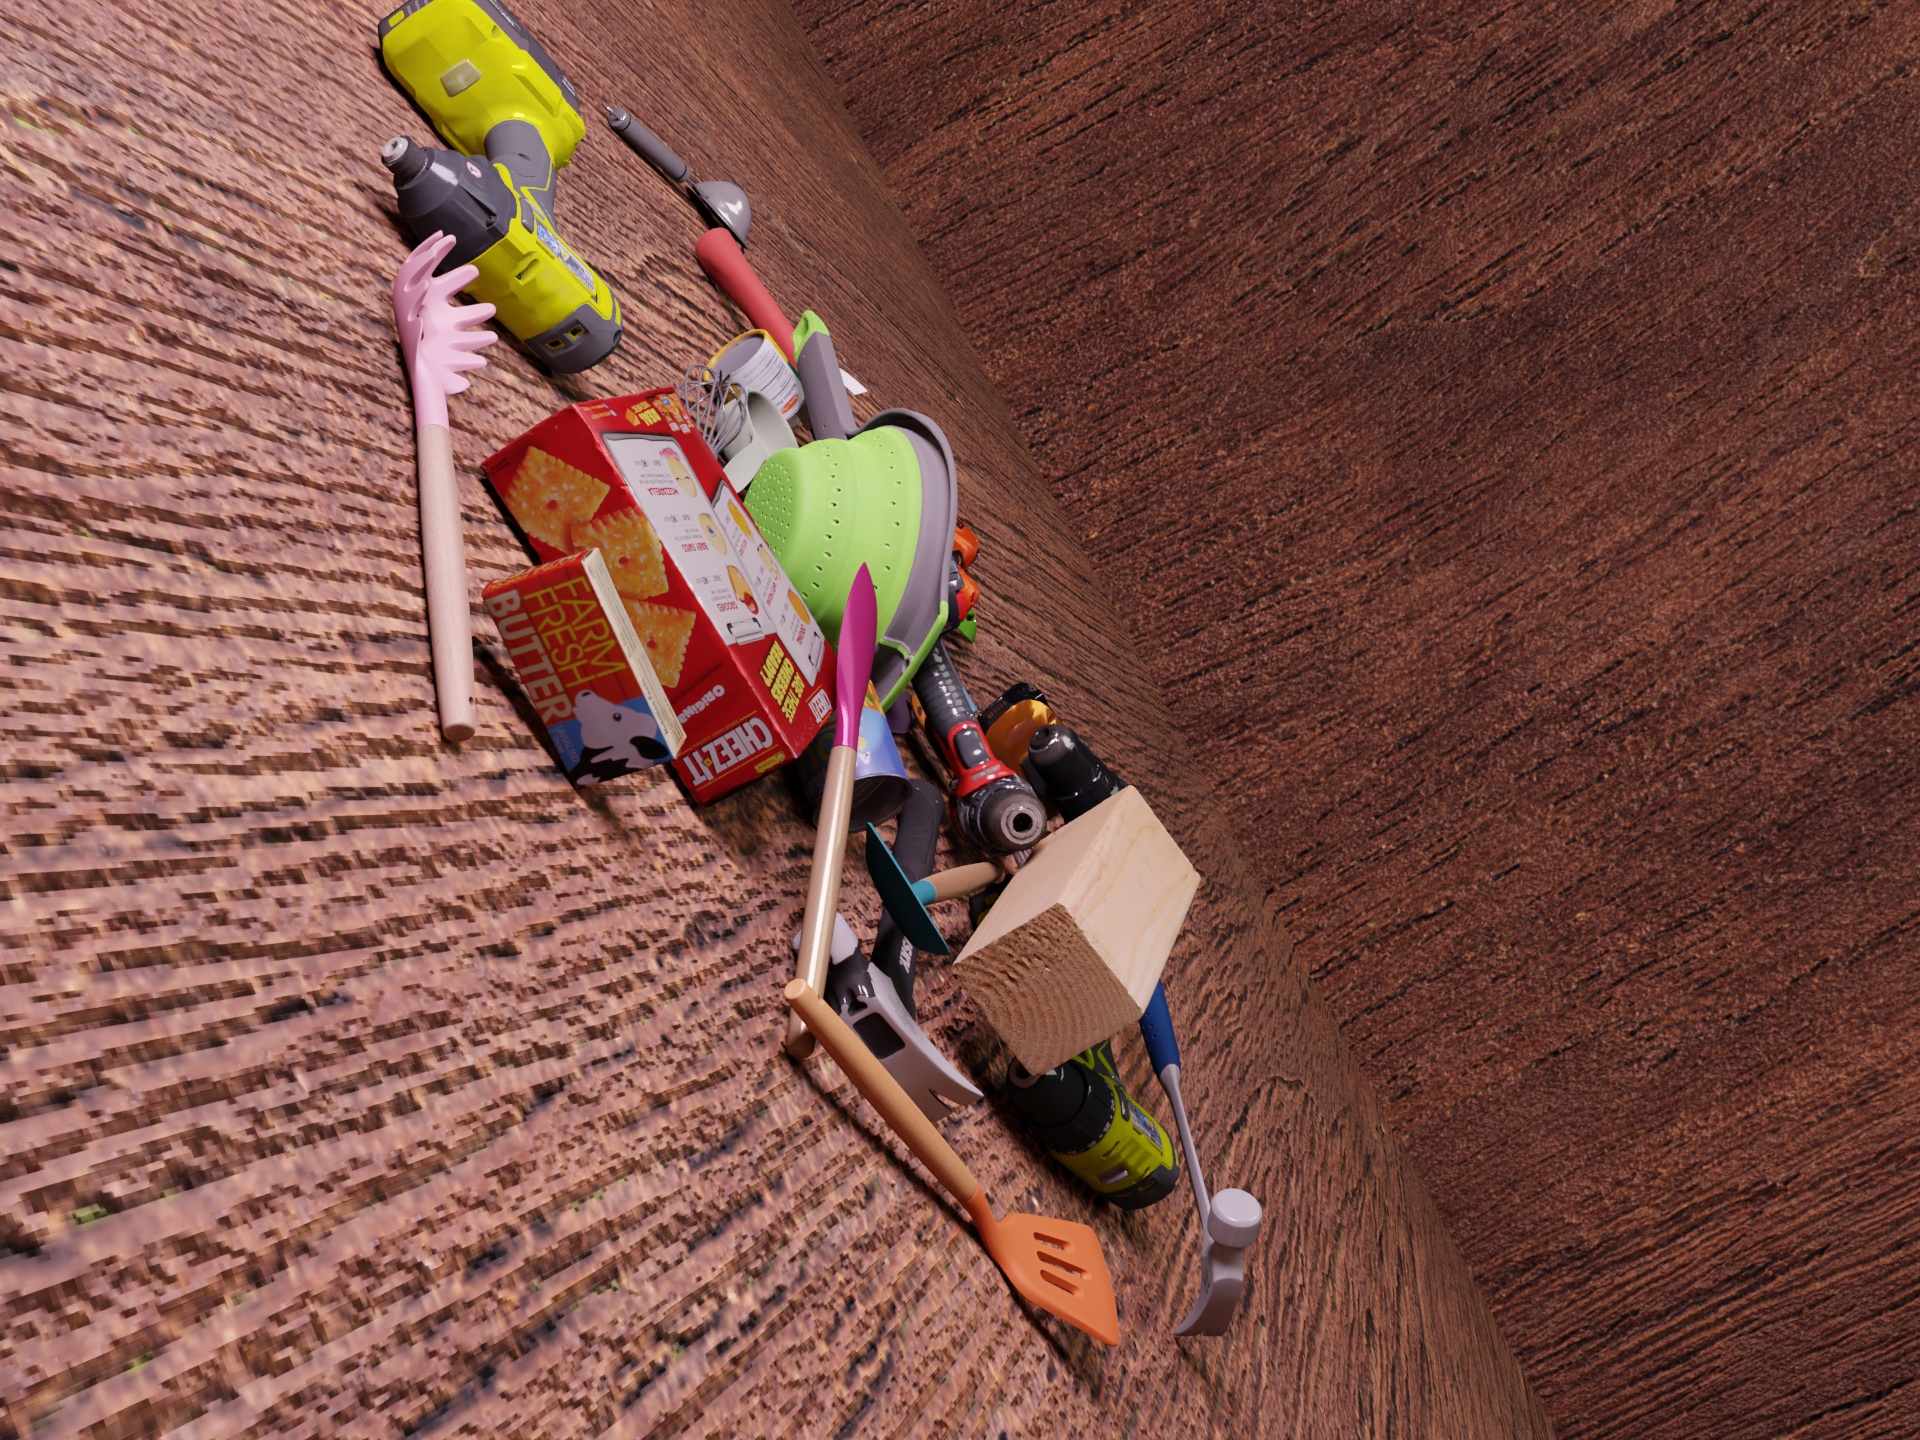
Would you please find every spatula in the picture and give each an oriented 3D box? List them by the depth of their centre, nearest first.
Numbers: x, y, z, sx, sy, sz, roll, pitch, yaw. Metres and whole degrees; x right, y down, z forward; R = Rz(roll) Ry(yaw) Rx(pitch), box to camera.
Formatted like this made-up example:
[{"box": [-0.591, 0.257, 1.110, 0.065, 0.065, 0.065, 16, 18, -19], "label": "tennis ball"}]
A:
[{"box": [0.000, 0.237, 0.860, 0.322, 0.041, 0.081, 57, 13, -34], "label": "spatula"}, {"box": [-0.006, 0.101, 0.996, 0.082, 0.044, 0.317, 57, 11, 9], "label": "spatula"}, {"box": [-0.029, -0.009, 1.349, 0.060, 0.018, 0.315, 68, 15, 11], "label": "spatula"}]

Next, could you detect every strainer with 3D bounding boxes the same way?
[{"box": [-0.261, -0.520, 1.519, 0.087, 0.050, 0.258, 49, 11, 24], "label": "strainer"}]

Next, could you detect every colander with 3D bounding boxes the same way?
[{"box": [-0.111, -0.181, 1.136, 0.094, 0.204, 0.398, 12, 42, -30], "label": "colander"}]

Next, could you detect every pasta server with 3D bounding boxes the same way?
[{"box": [-0.239, -0.118, 0.745, 0.060, 0.040, 0.317, 62, 8, -53], "label": "pasta server"}]

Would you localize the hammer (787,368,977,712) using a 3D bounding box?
[{"box": [-0.069, -0.148, 1.328, 0.331, 0.033, 0.128, 65, -29, 7], "label": "hammer"}]

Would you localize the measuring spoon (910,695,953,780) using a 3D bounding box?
[{"box": [-0.016, 0.029, 1.307, 0.116, 0.011, 0.021, 62, 35, -22], "label": "measuring spoon"}]

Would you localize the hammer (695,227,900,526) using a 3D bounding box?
[{"box": [-0.129, -0.303, 1.396, 0.359, 0.036, 0.149, 56, -29, 17], "label": "hammer"}]

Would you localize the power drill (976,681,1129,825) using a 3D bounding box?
[{"box": [0.082, 0.045, 1.339, 0.185, 0.084, 0.226, 51, -3, -31], "label": "power drill"}]

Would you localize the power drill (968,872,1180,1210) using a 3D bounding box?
[{"box": [0.073, 0.216, 1.135, 0.190, 0.080, 0.229, 48, 20, -43], "label": "power drill"}]

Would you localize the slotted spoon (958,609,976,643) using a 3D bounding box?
[{"box": [-0.033, -0.101, 1.519, 0.070, 0.031, 0.314, 56, 14, 4], "label": "slotted spoon"}]

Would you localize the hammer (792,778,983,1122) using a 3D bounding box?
[{"box": [-0.033, 0.121, 1.025, 0.146, 0.035, 0.335, 56, 13, -15], "label": "hammer"}]

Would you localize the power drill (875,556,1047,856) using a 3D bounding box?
[{"box": [-0.002, -0.004, 1.174, 0.188, 0.080, 0.226, -177, -117, -82], "label": "power drill"}]

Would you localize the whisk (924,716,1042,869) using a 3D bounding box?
[{"box": [0.053, 0.101, 1.324, 0.284, 0.070, 0.070, 55, 14, -23], "label": "whisk"}]

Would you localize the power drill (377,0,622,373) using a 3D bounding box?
[{"box": [-0.284, -0.337, 0.959, 0.171, 0.080, 0.223, 43, 25, -53], "label": "power drill"}]

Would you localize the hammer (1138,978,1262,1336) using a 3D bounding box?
[{"box": [0.164, 0.291, 1.243, 0.406, 0.035, 0.144, -97, -168, -61], "label": "hammer"}]

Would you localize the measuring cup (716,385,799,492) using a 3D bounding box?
[{"box": [-0.167, -0.196, 1.201, 0.083, 0.038, 0.168, 59, 22, -19], "label": "measuring cup"}]

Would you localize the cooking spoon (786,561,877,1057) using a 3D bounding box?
[{"box": [-0.068, 0.039, 0.887, 0.068, 0.017, 0.319, 84, 10, -53], "label": "cooking spoon"}]

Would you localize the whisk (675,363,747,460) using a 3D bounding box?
[{"box": [-0.180, -0.183, 1.092, 0.055, 0.055, 0.239, 53, 20, -31], "label": "whisk"}]
